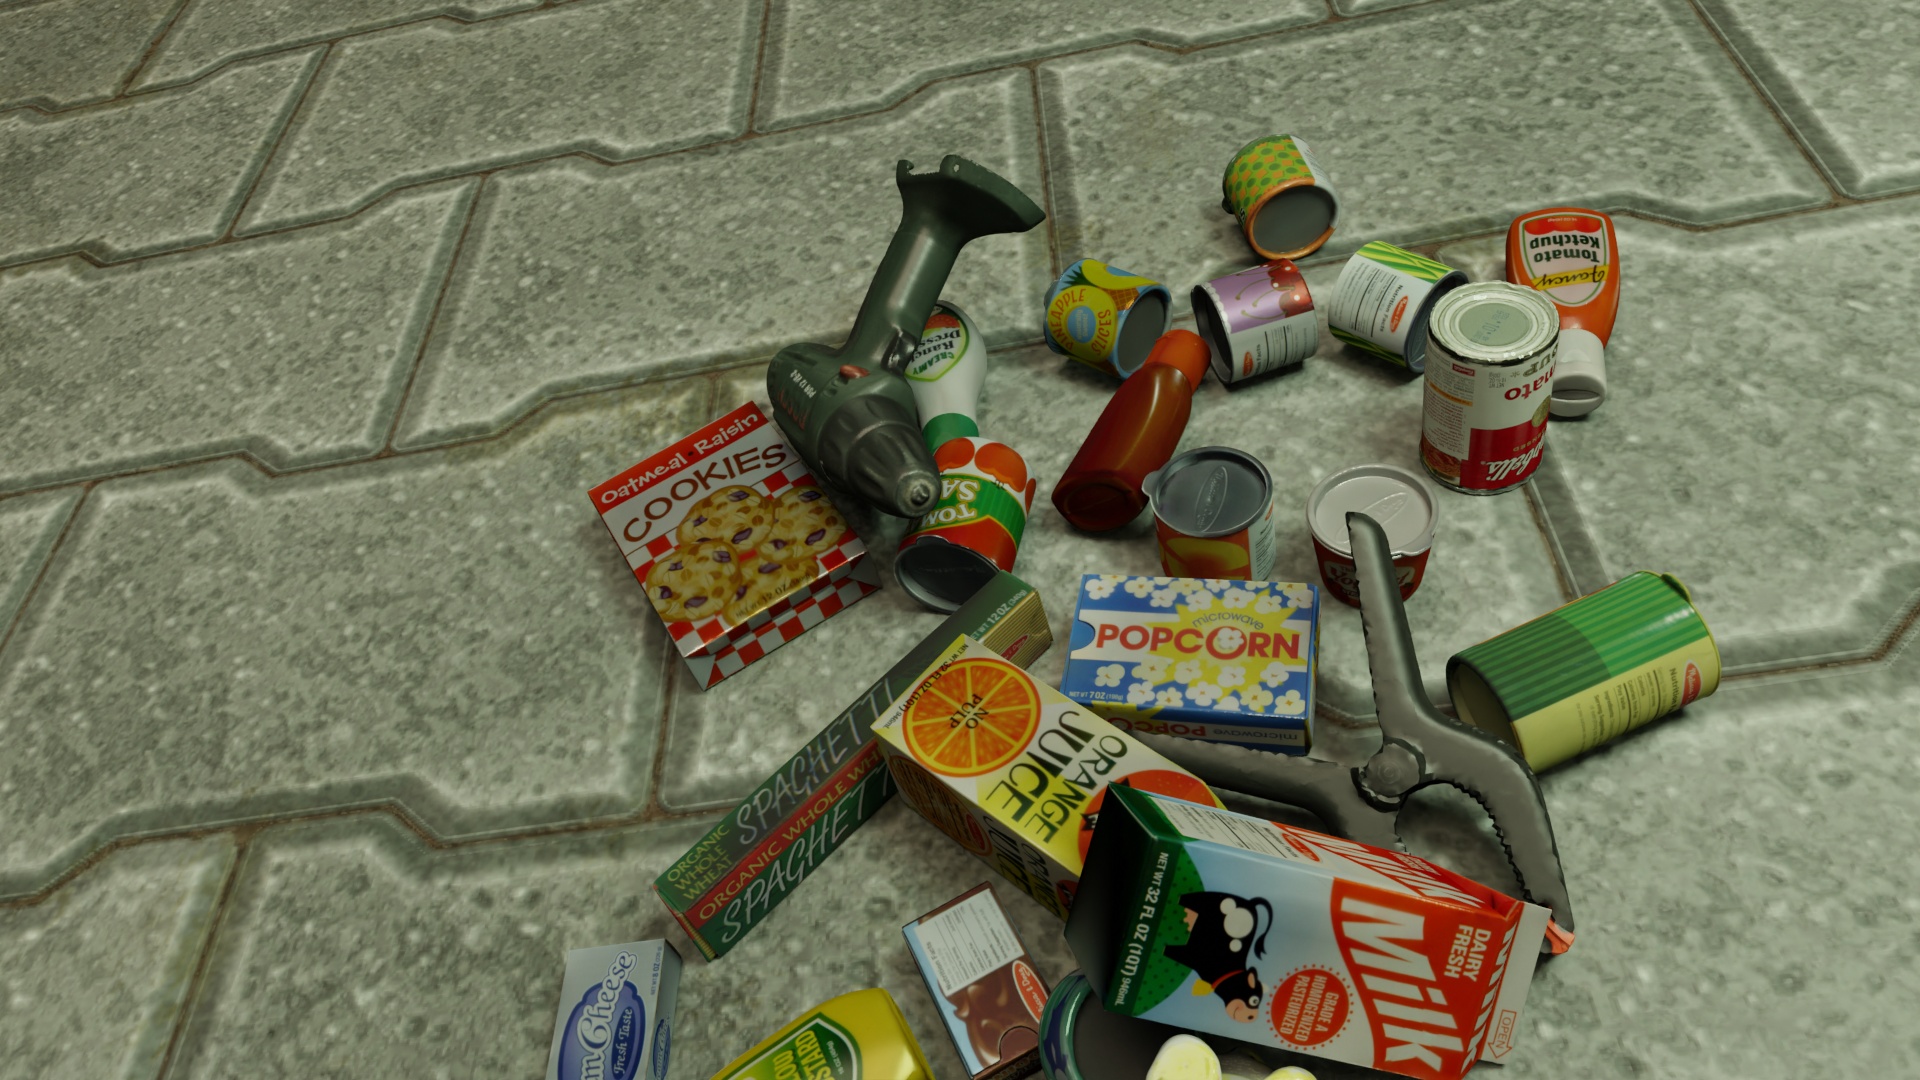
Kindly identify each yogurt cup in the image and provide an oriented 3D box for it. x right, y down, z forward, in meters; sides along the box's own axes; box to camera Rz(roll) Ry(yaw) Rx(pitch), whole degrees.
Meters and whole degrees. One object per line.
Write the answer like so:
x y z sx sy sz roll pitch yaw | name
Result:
0.221 0.000 0.746 0.072 0.053 0.073 -8 48 9 | yogurt cup

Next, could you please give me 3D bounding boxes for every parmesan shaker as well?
0.293 0.062 0.660 0.103 0.071 0.071 -23 47 -5 | parmesan shaker

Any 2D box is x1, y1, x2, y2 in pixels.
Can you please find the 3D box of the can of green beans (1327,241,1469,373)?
0.268 -0.144 0.852 0.071 0.071 0.058 -41 51 -20 | can of green beans

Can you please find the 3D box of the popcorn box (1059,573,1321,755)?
0.122 0.063 0.728 0.127 0.038 0.085 2 51 17 | popcorn box

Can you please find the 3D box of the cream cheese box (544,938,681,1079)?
-0.166 0.244 0.657 0.053 0.024 0.104 -10 47 9 | cream cheese box

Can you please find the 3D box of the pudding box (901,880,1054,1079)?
0.012 0.205 0.638 0.050 0.030 0.084 -26 48 -9 | pudding box

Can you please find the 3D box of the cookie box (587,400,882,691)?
-0.142 -0.002 0.858 0.123 0.040 0.168 -30 50 -12 | cookie box

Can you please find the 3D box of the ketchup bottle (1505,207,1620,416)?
0.364 -0.139 0.837 0.065 0.043 0.149 2 51 17 | ketchup bottle

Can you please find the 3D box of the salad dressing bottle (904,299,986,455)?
-0.011 -0.094 0.899 0.064 0.043 0.148 -18 47 10 | salad dressing bottle

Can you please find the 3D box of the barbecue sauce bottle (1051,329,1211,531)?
0.110 -0.071 0.841 0.064 0.043 0.149 -21 28 48 | barbecue sauce bottle

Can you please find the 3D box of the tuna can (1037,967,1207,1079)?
0.069 0.216 0.591 0.071 0.032 0.071 6 69 -16 | tuna can

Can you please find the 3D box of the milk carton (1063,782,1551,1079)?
0.147 0.163 0.566 0.191 0.072 0.073 14 4 -9 | milk carton

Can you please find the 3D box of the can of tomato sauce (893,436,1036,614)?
0.003 -0.010 0.804 0.071 0.071 0.083 3 50 18 | can of tomato sauce

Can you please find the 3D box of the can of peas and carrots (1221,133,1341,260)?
0.216 -0.232 0.945 0.071 0.070 0.059 -15 48 3 | can of peas and carrots

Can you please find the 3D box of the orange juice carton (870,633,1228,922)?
0.054 0.131 0.664 0.193 0.072 0.072 30 62 34 | orange juice carton

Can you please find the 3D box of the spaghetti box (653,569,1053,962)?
-0.050 0.112 0.724 0.251 0.050 0.029 -41 50 -20 | spaghetti box

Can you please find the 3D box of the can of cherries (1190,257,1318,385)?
0.183 -0.140 0.870 0.058 0.071 0.072 -19 47 -1 | can of cherries

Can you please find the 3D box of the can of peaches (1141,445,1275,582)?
0.139 -0.010 0.774 0.071 0.057 0.071 -8 48 9 | can of peaches

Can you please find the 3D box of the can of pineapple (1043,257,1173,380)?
0.095 -0.143 0.897 0.058 0.070 0.071 27 61 33 | can of pineapple

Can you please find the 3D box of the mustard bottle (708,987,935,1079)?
-0.090 0.260 0.605 0.160 0.048 0.065 -29 47 -11 | mustard bottle
